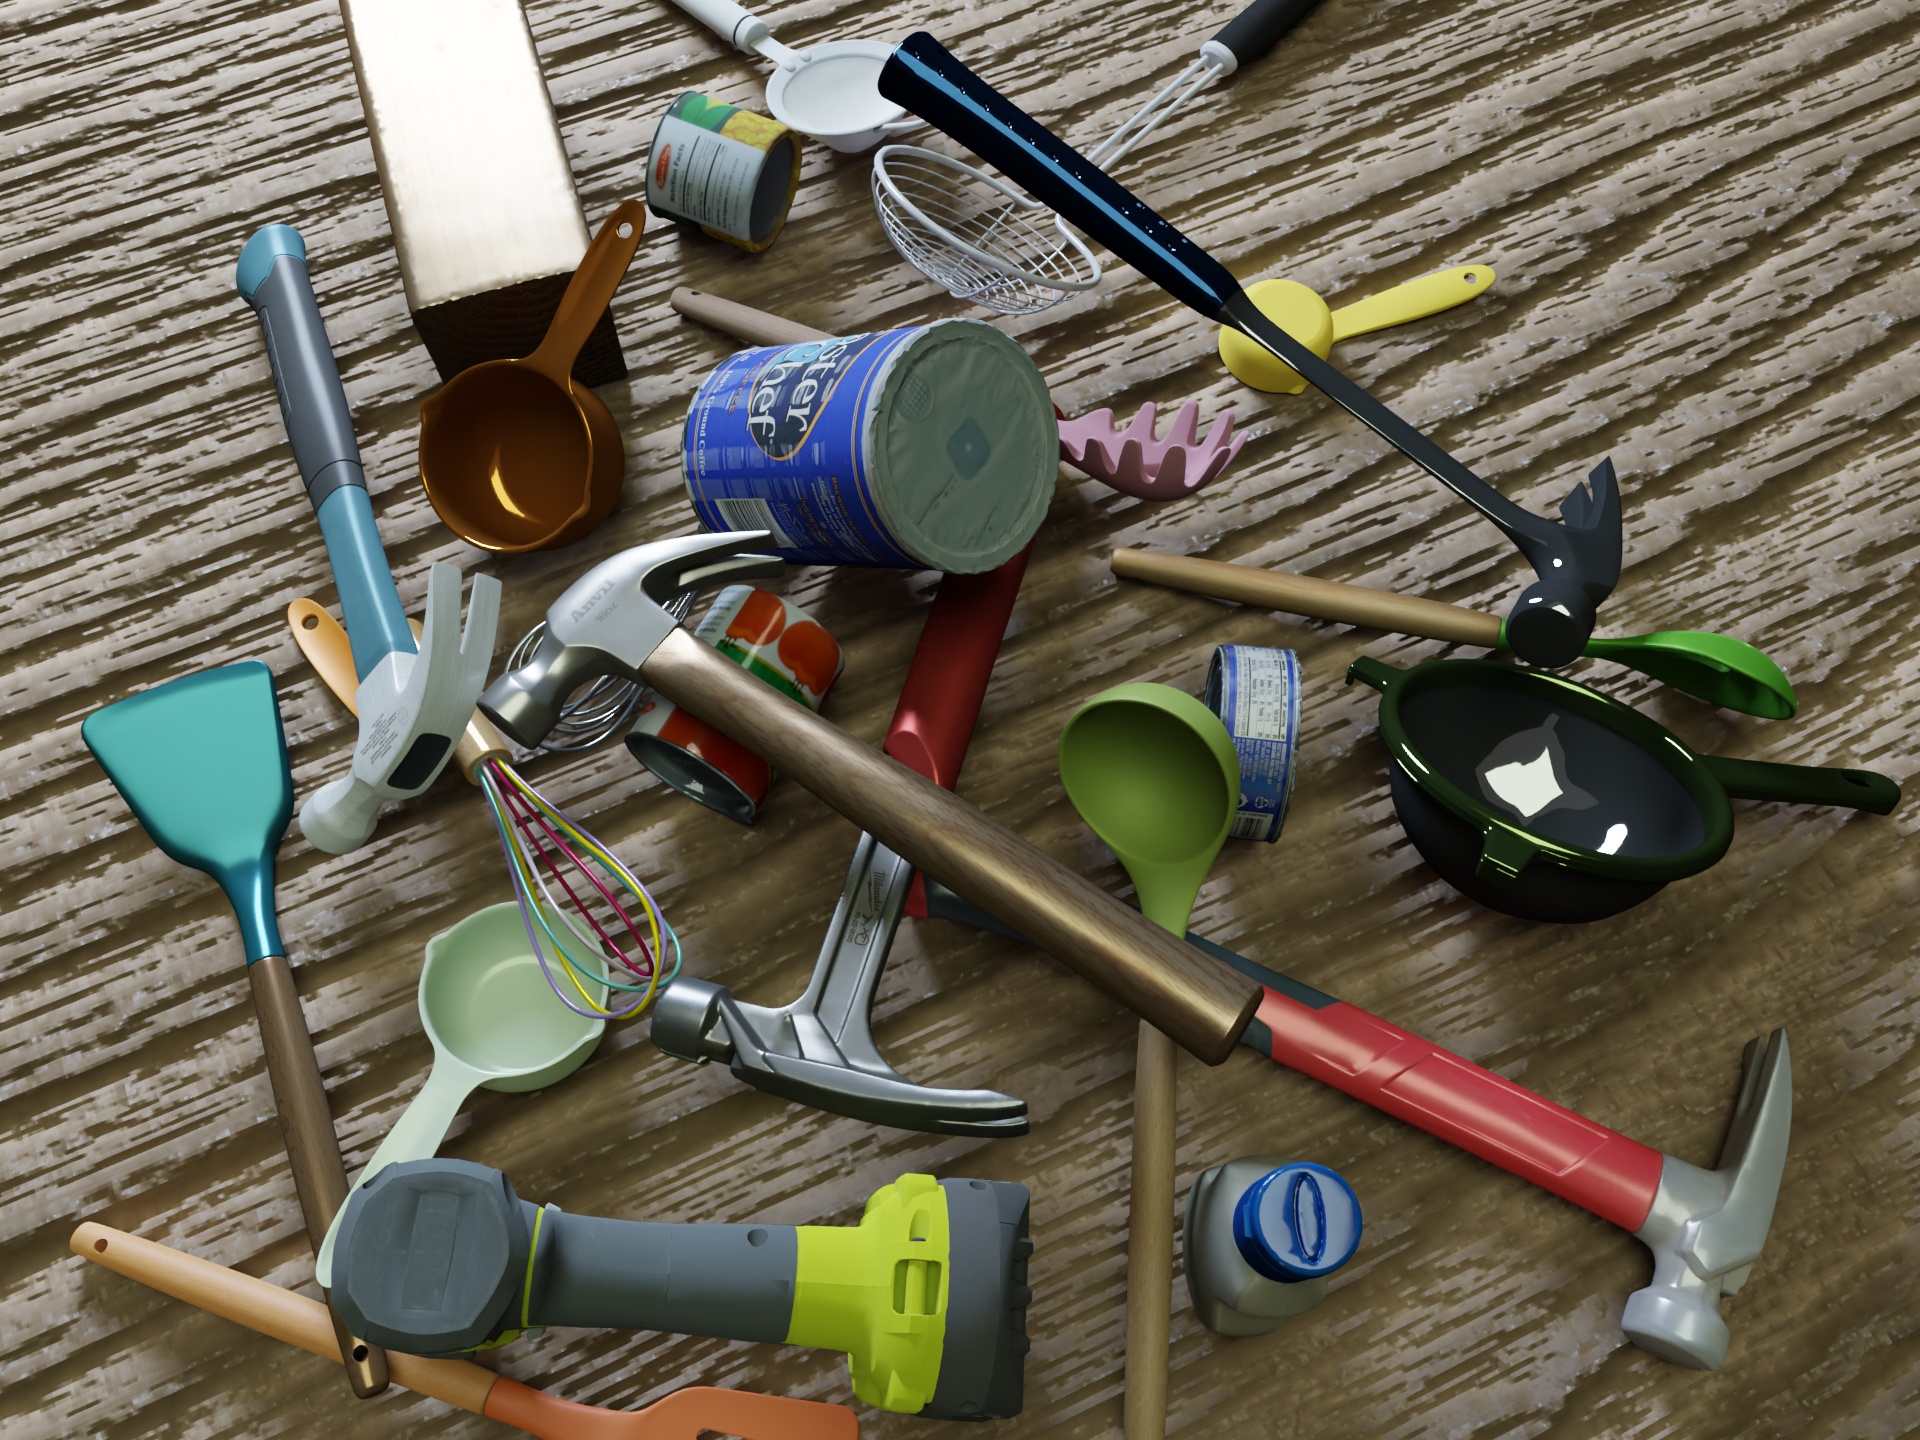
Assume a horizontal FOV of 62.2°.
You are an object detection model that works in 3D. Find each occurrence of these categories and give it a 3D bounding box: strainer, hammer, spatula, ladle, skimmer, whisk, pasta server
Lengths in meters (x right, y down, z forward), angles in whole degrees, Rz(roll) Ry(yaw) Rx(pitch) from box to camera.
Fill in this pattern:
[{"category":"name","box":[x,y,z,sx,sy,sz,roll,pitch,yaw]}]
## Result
[{"category":"strainer","box":[-0.108,-0.372,0.876,0.259,0.050,0.087,41,66,20]},{"category":"hammer","box":[-0.290,-0.108,0.736,0.128,0.033,0.331,-40,59,24]},{"category":"hammer","box":[-0.030,0.028,0.626,0.331,0.031,0.130,31,70,19]},{"category":"strainer","box":[0.295,0.043,0.700,0.256,0.069,0.152,4,34,-16]},{"category":"spatula","box":[-0.201,0.255,0.619,0.322,0.041,0.081,16,67,10]},{"category":"spatula","box":[-0.284,0.120,0.652,0.082,0.044,0.318,-21,63,-14]},{"category":"ladle","box":[0.070,0.144,0.620,0.078,0.062,0.320,-4,78,37]},{"category":"skimmer","box":[0.103,-0.337,0.837,0.127,0.090,0.363,41,72,15]},{"category":"hammer","box":[-0.001,-0.002,0.689,0.149,0.036,0.359,11,58,12]},{"category":"whisk","box":[-0.189,0.031,0.679,0.051,0.047,0.245,-20,51,-32]},{"category":"hammer","box":[0.134,-0.186,0.734,0.405,0.035,0.144,39,44,5]},{"category":"whisk","box":[-0.120,-0.079,0.753,0.246,0.058,0.059,-48,110,-21]},{"category":"pasta server","box":[-0.014,-0.164,0.756,0.316,0.040,0.060,25,38,24]},{"category":"hammer","box":[0.152,0.117,0.676,0.386,0.038,0.143,25,68,9]}]

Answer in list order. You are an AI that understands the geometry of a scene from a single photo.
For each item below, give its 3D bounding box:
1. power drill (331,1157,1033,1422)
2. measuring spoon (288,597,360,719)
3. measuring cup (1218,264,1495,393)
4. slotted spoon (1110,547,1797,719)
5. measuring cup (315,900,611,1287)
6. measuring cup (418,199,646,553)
[{"category":"power drill","box":[-0.098,0.201,0.571,0.223,0.171,0.080,8,67,-10]},{"category":"measuring spoon","box":[-0.279,-0.015,0.739,0.021,0.011,0.117,-38,70,-12]},{"category":"measuring cup","box":[0.209,-0.215,0.820,0.156,0.029,0.062,-19,69,-7]},{"category":"slotted spoon","box":[0.224,-0.047,0.741,0.314,0.070,0.031,12,84,10]},{"category":"measuring cup","box":[-0.203,0.152,0.643,0.083,0.038,0.168,24,62,8]},{"category":"measuring cup","box":[-0.181,-0.158,0.740,0.095,0.052,0.173,32,100,8]}]
